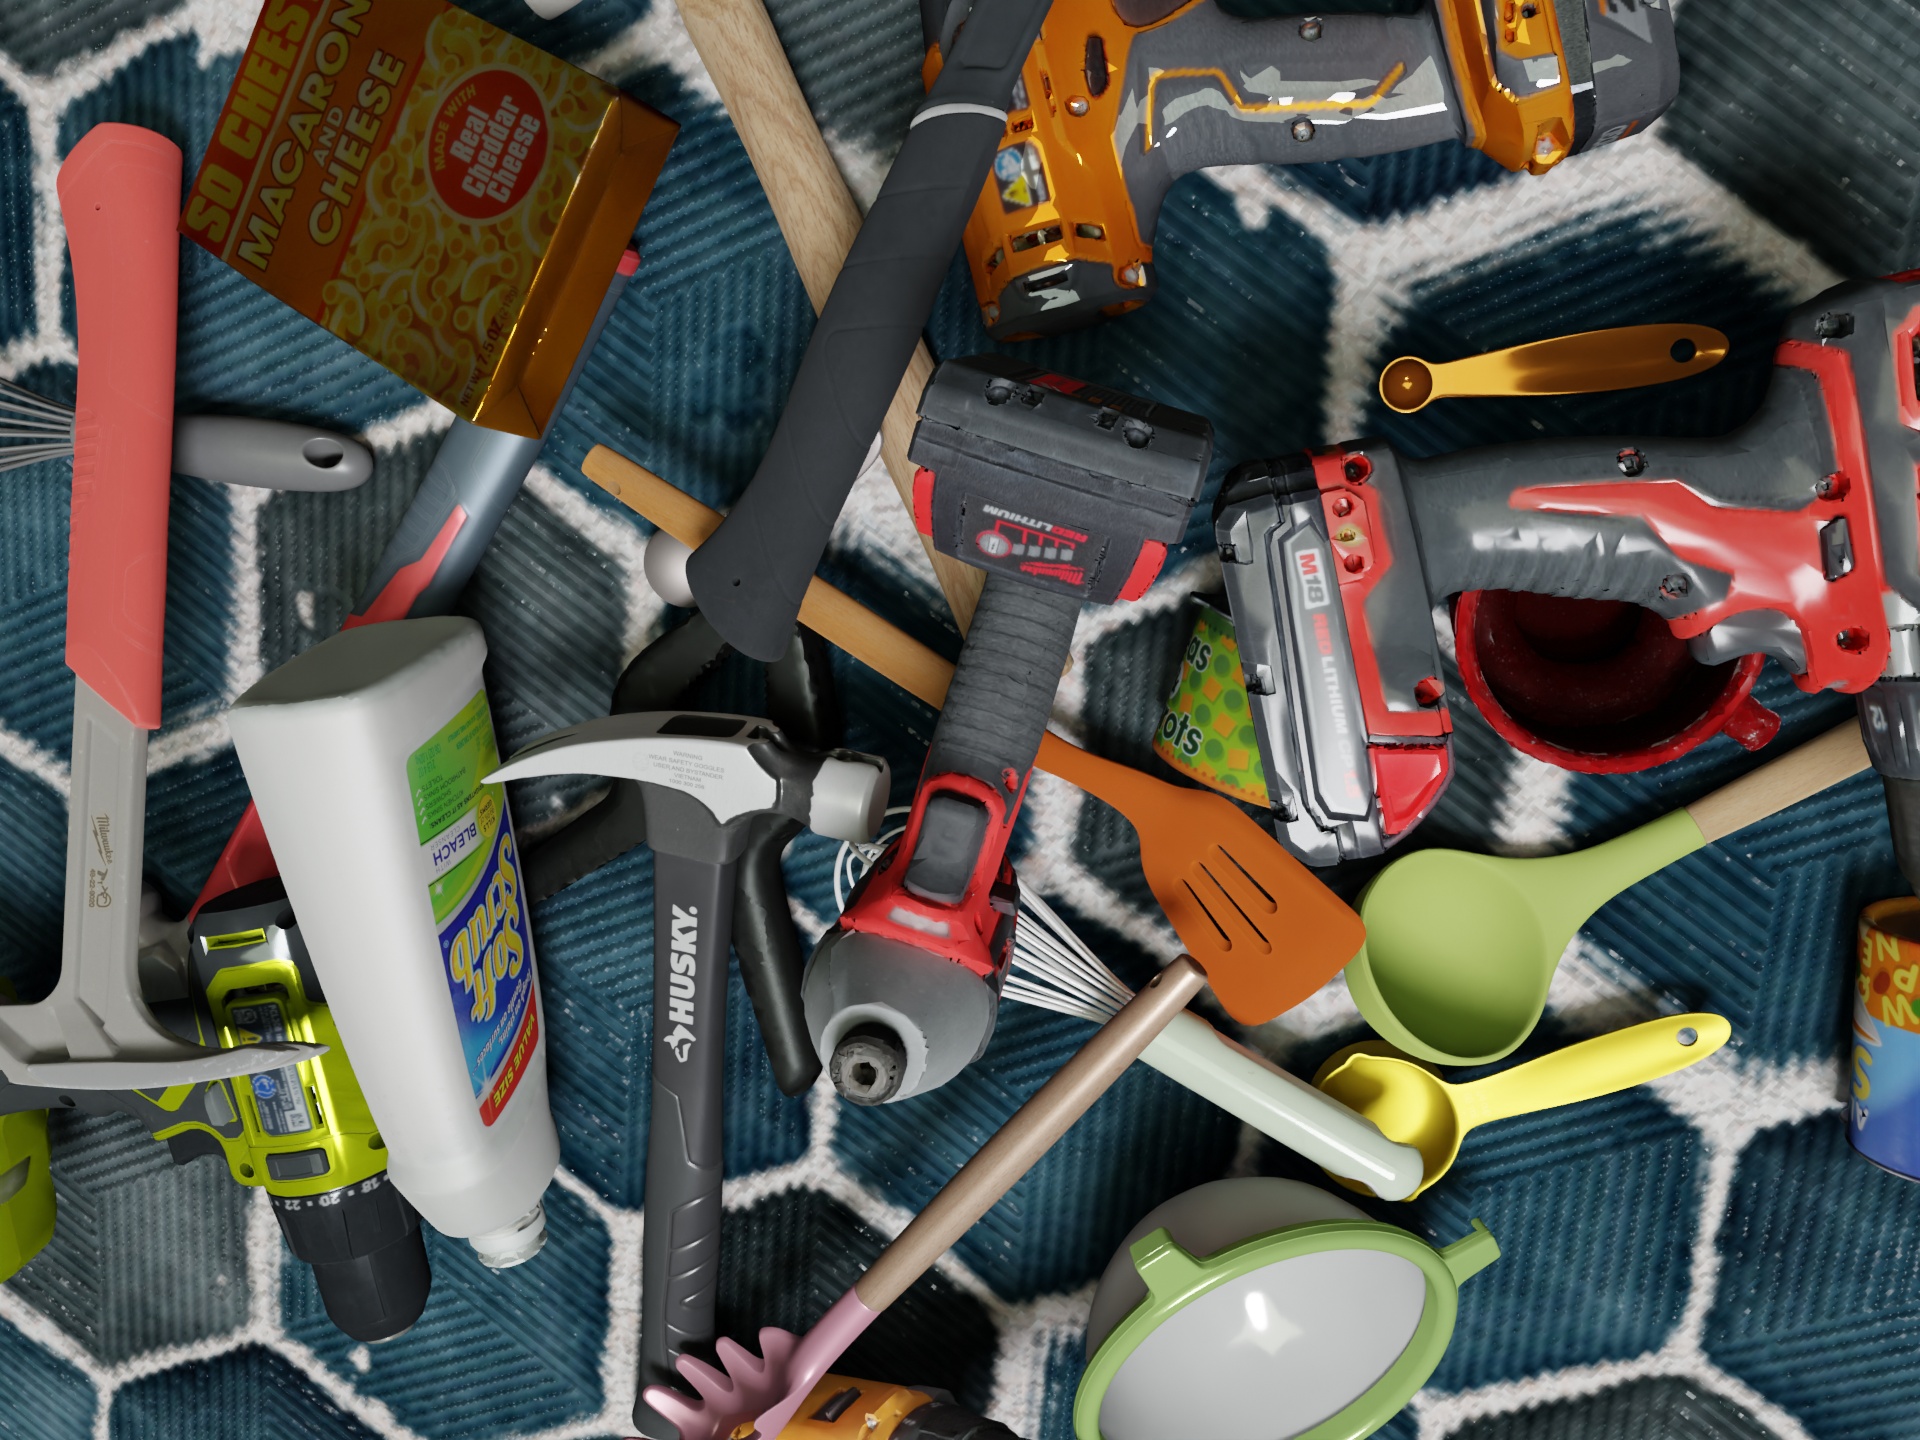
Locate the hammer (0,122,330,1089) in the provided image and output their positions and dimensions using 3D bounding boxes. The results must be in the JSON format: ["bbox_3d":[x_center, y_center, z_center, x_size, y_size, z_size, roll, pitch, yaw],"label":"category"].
[{"bbox_3d":[-0.306,-0.047,0.593,0.149,0.036,0.359,-2,83,9],"label":"hammer"}]

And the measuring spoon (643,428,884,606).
[{"bbox_3d":[-0.077,-0.077,0.595,0.124,0.018,0.034,-28,97,32],"label":"measuring spoon"}]

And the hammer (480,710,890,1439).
[{"bbox_3d":[-0.114,0.152,0.631,0.146,0.035,0.334,11,113,11],"label":"hammer"}]

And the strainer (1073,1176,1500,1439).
[{"bbox_3d":[0.091,0.265,0.630,0.151,0.069,0.256,5,122,-22],"label":"strainer"}]

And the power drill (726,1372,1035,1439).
[{"bbox_3d":[0.013,0.364,0.622,0.185,0.084,0.226,-17,98,46],"label":"power drill"}]

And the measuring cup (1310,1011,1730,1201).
[{"bbox_3d":[0.205,0.133,0.597,0.156,0.029,0.062,-20,97,12],"label":"measuring cup"}]

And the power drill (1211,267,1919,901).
[{"bbox_3d":[0.198,-0.016,0.457,0.226,0.080,0.188,-12,99,10],"label":"power drill"}]

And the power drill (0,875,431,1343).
[{"bbox_3d":[-0.330,0.170,0.646,0.228,0.080,0.190,-9,101,8],"label":"power drill"}]

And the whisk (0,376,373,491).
[{"bbox_3d":[-0.354,-0.114,0.645,0.239,0.055,0.055,7,103,5],"label":"whisk"}]

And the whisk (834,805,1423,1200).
[{"bbox_3d":[0.060,0.107,0.595,0.246,0.057,0.059,29,82,10],"label":"whisk"}]

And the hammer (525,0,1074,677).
[{"bbox_3d":[-0.039,-0.162,0.581,0.130,0.031,0.331,-24,96,15],"label":"hammer"}]

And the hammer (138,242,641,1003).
[{"bbox_3d":[-0.222,-0.018,0.643,0.143,0.038,0.386,35,106,1],"label":"hammer"}]

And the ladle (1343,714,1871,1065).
[{"bbox_3d":[0.279,0.024,0.545,0.320,0.062,0.078,-30,83,13],"label":"ladle"}]

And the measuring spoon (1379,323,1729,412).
[{"bbox_3d":[0.205,-0.123,0.554,0.117,0.011,0.021,-6,101,9],"label":"measuring spoon"}]

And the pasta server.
[{"bbox_3d":[-0.023,0.195,0.595,0.040,0.060,0.316,35,108,-19],"label":"pasta server"}]

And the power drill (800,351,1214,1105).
[{"bbox_3d":[0.006,0.007,0.482,0.078,0.143,0.219,18,107,5],"label":"power drill"}]

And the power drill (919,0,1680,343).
[{"bbox_3d":[0.096,-0.232,0.517,0.226,0.084,0.164,-13,97,17],"label":"power drill"}]

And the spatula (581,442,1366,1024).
[{"bbox_3d":[-0.001,-0.002,0.574,0.322,0.041,0.081,33,137,-4],"label":"spatula"}]

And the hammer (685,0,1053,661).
[{"bbox_3d":[0.013,-0.202,0.491,0.149,0.036,0.409,30,106,12],"label":"hammer"}]
